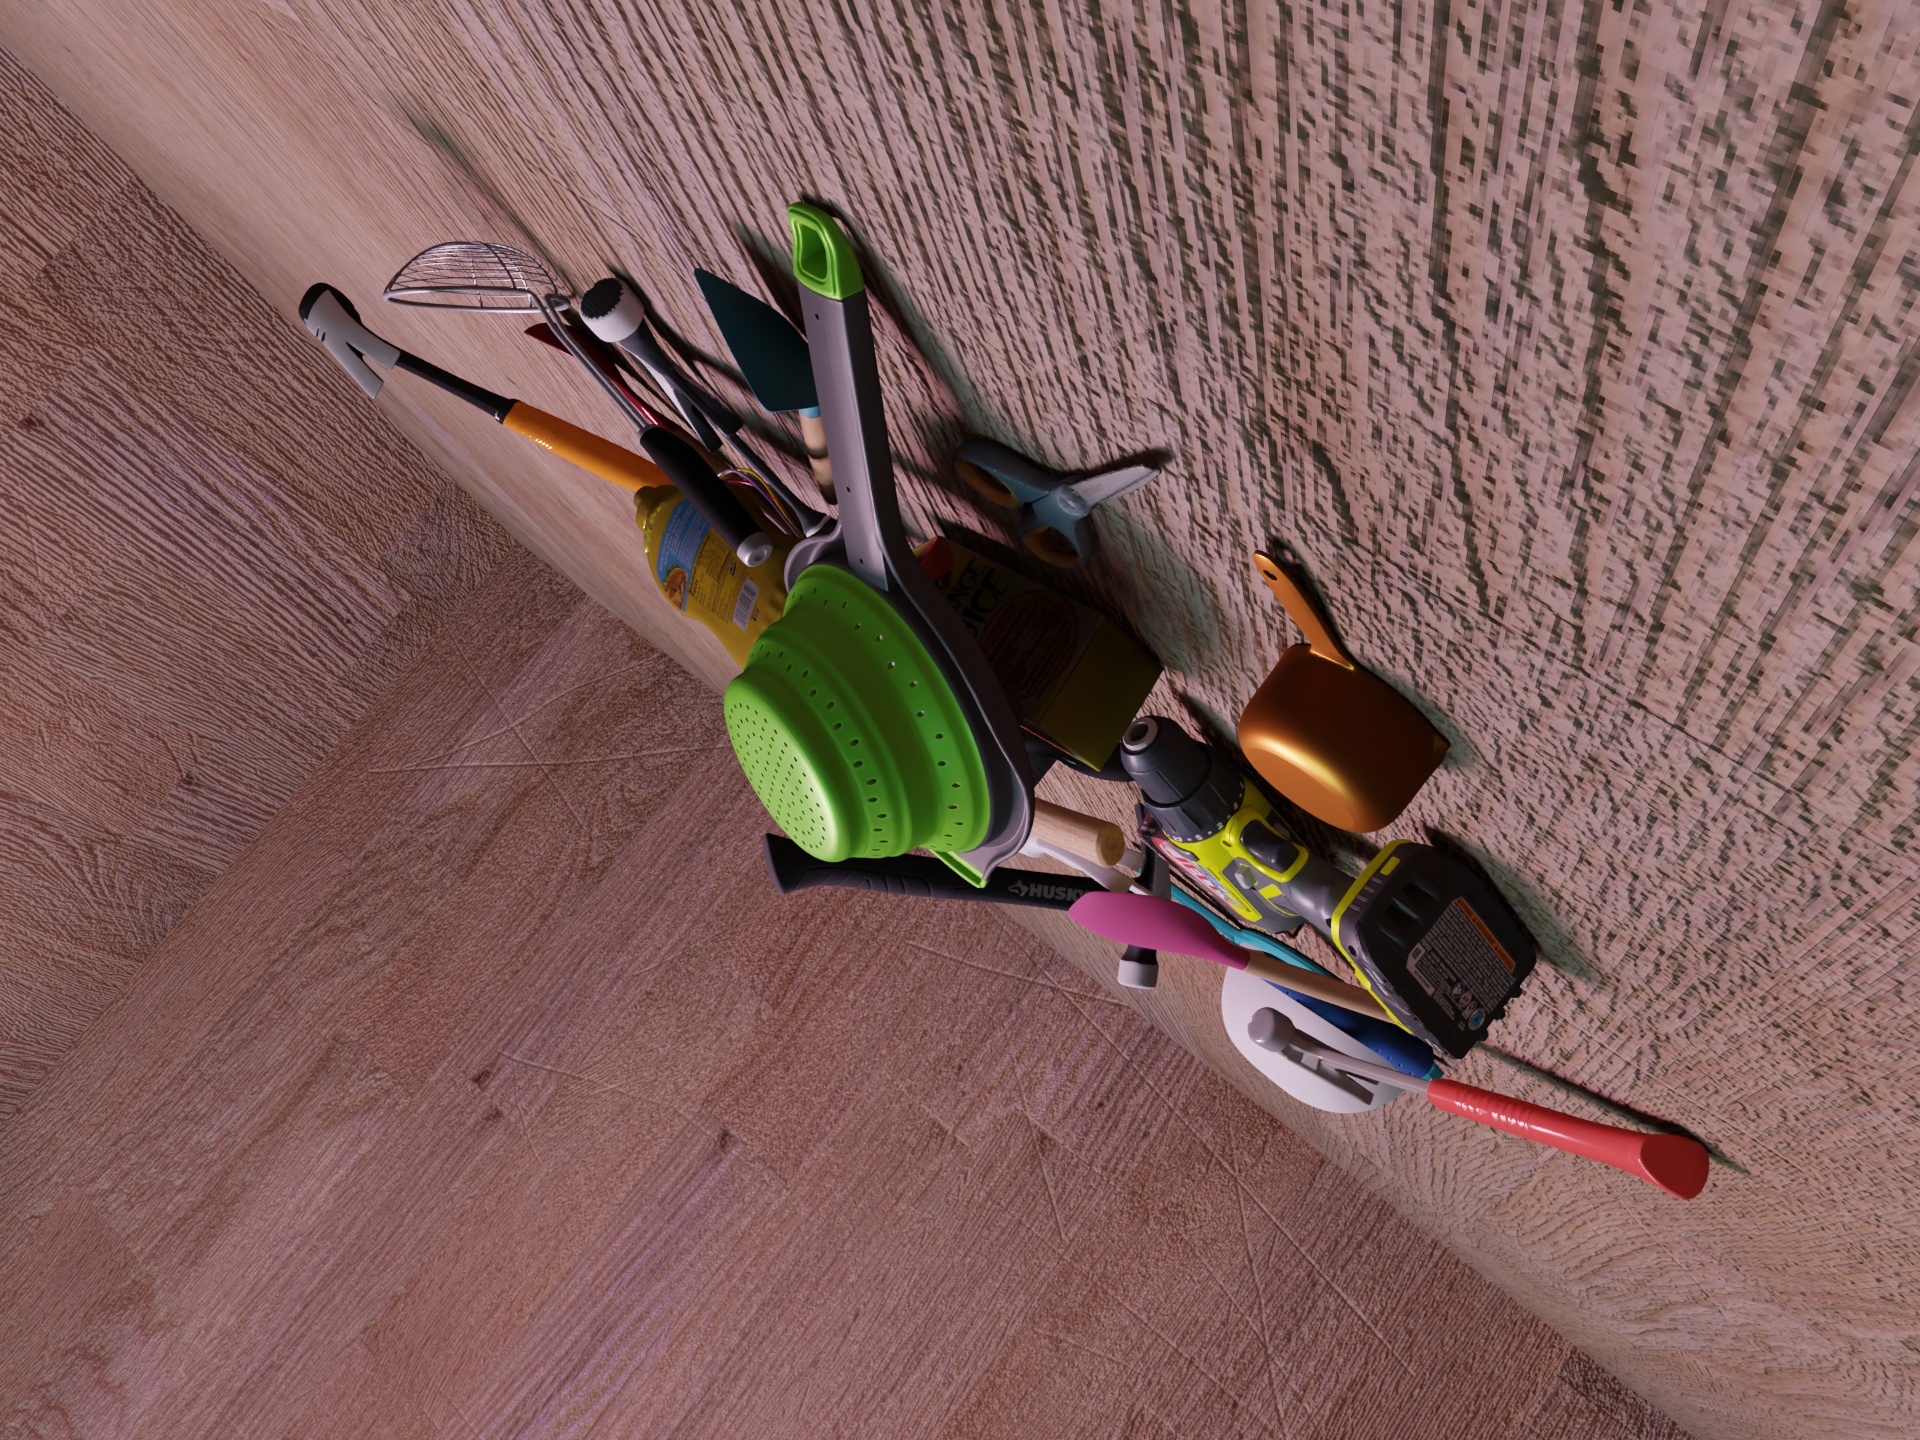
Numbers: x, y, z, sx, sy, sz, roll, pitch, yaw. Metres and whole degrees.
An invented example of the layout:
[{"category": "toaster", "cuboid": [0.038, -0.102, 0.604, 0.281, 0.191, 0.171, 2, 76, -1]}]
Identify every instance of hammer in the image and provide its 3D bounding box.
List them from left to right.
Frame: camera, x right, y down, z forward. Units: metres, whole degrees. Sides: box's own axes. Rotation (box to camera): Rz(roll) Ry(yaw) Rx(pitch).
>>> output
[{"category": "hammer", "cuboid": [-0.301, -0.210, 1.145, 0.336, 0.034, 0.127, 22, -165, -50]}, {"category": "hammer", "cuboid": [-0.093, -0.122, 0.959, 0.409, 0.036, 0.149, 47, 180, 33]}, {"category": "hammer", "cuboid": [-0.013, 0.045, 1.175, 0.331, 0.031, 0.129, 20, 153, 41]}, {"category": "hammer", "cuboid": [0.010, 0.121, 1.250, 0.334, 0.146, 0.035, 8, 179, -15]}, {"category": "hammer", "cuboid": [0.222, 0.182, 1.223, 0.405, 0.035, 0.144, 32, 173, -24]}, {"category": "hammer", "cuboid": [0.372, 0.278, 1.142, 0.149, 0.037, 0.359, 31, 167, -27]}]

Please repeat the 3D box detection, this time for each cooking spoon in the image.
[{"category": "cooking spoon", "cuboid": [0.224, 0.178, 1.129, 0.318, 0.017, 0.068, 20, 142, -15]}]

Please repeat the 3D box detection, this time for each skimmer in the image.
[{"category": "skimmer", "cuboid": [-0.258, -0.210, 1.083, 0.363, 0.090, 0.127, 47, -151, 19]}]

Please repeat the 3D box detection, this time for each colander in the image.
[{"category": "colander", "cuboid": [-0.069, -0.054, 0.791, 0.205, 0.094, 0.396, 37, 148, 39]}]

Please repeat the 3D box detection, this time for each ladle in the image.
[{"category": "ladle", "cuboid": [-0.208, -0.210, 1.258, 0.315, 0.031, 0.069, 40, -178, -21]}]

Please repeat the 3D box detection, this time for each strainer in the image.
[{"category": "strainer", "cuboid": [0.260, 0.250, 1.442, 0.340, 0.095, 0.211, 36, 171, 8]}]

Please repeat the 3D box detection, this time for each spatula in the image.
[{"category": "spatula", "cuboid": [-0.095, -0.172, 0.927, 0.082, 0.044, 0.317, 63, 176, 8]}]

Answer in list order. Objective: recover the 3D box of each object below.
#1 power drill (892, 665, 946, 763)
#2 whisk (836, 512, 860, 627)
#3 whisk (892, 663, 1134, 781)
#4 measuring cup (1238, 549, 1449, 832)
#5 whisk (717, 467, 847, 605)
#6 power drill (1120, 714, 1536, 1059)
[{"category": "power drill", "cuboid": [-0.084, -0.035, 1.338, 0.226, 0.080, 0.188, 44, -171, -16]}, {"category": "whisk", "cuboid": [-0.072, -0.106, 1.168, 0.055, 0.055, 0.238, 37, 168, 10]}, {"category": "whisk", "cuboid": [-0.002, -0.003, 1.121, 0.284, 0.070, 0.070, 17, 175, -10]}, {"category": "measuring cup", "cuboid": [0.151, -0.009, 0.703, 0.095, 0.052, 0.173, 31, 170, 43]}, {"category": "whisk", "cuboid": [-0.108, -0.119, 1.098, 0.245, 0.047, 0.051, 37, 151, 38]}, {"category": "power drill", "cuboid": [0.200, 0.086, 0.922, 0.190, 0.080, 0.229, 45, 172, -36]}]
